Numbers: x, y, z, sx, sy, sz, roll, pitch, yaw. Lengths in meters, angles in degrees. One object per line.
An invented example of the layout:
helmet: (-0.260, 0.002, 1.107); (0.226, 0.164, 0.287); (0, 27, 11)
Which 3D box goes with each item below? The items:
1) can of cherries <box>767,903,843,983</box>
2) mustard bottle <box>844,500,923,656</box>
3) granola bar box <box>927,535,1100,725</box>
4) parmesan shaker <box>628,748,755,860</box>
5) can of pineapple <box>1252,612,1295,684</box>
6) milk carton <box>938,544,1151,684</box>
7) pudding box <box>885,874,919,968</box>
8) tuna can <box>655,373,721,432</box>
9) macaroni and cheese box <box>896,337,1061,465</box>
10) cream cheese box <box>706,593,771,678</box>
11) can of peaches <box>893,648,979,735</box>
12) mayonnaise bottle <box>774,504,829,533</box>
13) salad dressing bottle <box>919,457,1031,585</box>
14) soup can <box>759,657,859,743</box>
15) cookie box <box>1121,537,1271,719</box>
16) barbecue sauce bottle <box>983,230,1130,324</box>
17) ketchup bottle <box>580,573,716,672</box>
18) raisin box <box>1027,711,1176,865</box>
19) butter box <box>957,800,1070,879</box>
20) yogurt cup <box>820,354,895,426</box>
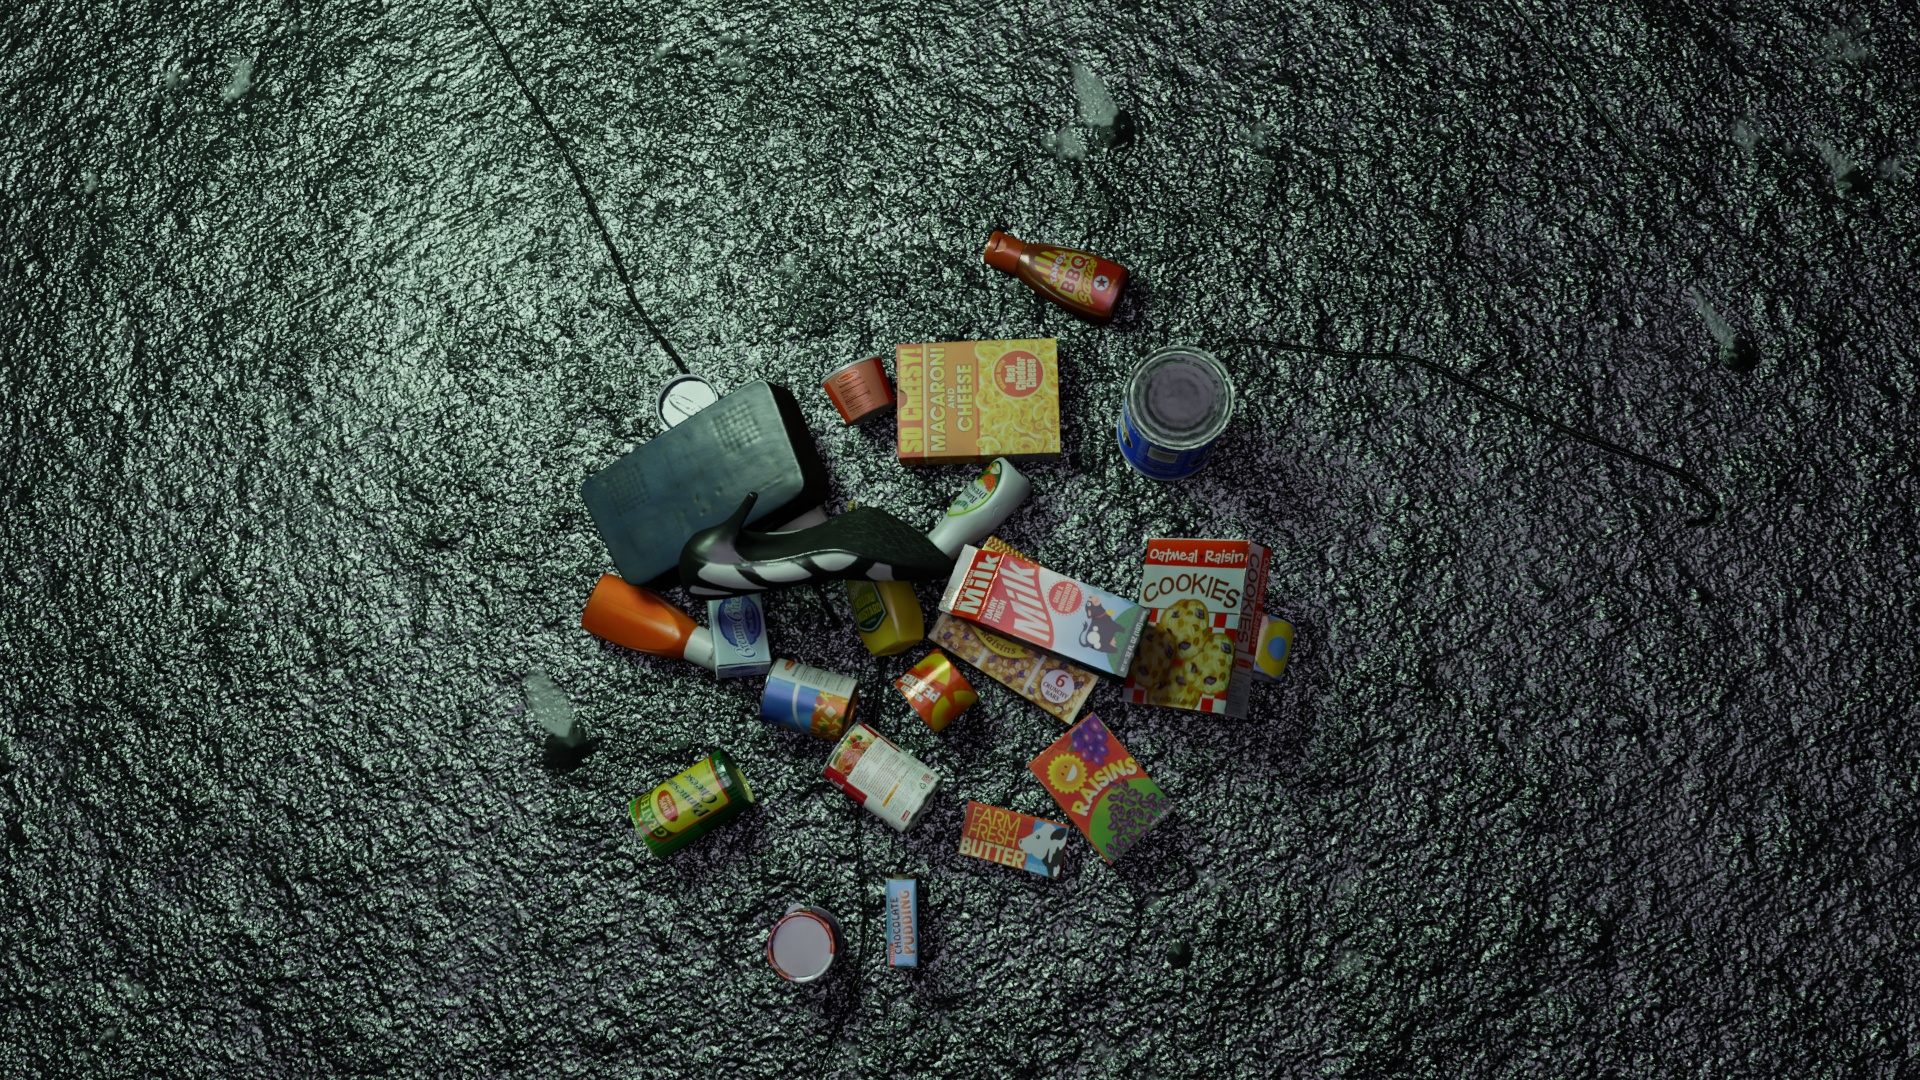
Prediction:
can of cherries: (-0.151, 0.385, 1.332); (0.071, 0.058, 0.071); (0, 80, 3)
mustard bottle: (-0.088, 0.034, 1.391); (0.065, 0.049, 0.160); (-33, 72, 39)
granola bar box: (0.070, 0.090, 1.384); (0.166, 0.039, 0.124); (31, 82, 8)
parmesan shaker: (-0.263, 0.255, 1.359); (0.103, 0.071, 0.071); (-31, 80, -3)
can of pineapple: (0.286, 0.103, 1.355); (0.071, 0.071, 0.058); (17, 81, 6)
milk carton: (0.079, 0.069, 1.329); (0.191, 0.073, 0.072); (22, 81, 7)
pudding box: (-0.055, 0.365, 1.335); (0.030, 0.049, 0.084); (-1, 80, 1)
tuna can: (-0.282, -0.135, 1.447); (0.071, 0.033, 0.071); (-1, 80, 3)
macaroni and cheese box: (0.018, -0.143, 1.428); (0.166, 0.040, 0.124); (-2, 79, 3)
cream cheese box: (-0.221, 0.086, 1.381); (0.053, 0.024, 0.104); (-3, 53, -16)
can of peaches: (-0.024, 0.147, 1.363); (0.058, 0.071, 0.071); (-39, 80, -5)
mayonnaise bottle: (-0.171, -0.044, 1.421); (0.065, 0.041, 0.148); (-18, 78, 4)
salad dressing bottle: (0.005, -0.018, 1.399); (0.147, 0.064, 0.044); (-45, 119, 2)
soup can: (-0.149, 0.161, 1.371); (0.084, 0.071, 0.071); (15, 81, 5)
cookie box: (0.228, 0.082, 1.343); (0.123, 0.040, 0.167); (1, 76, 46)
barbecue sauce bottle: (0.098, -0.279, 1.447); (0.148, 0.043, 0.065); (23, 83, 7)
ketchup bottle: (-0.304, 0.089, 1.402); (0.149, 0.043, 0.064); (23, 88, 7)
raisin box: (0.136, 0.241, 1.353); (0.086, 0.040, 0.123); (-40, 80, -3)
butter box: (0.052, 0.292, 1.356); (0.103, 0.024, 0.053); (13, 82, 5)
yogurt cup: (-0.102, -0.152, 1.426); (0.072, 0.072, 0.054); (-25, 88, -1)
